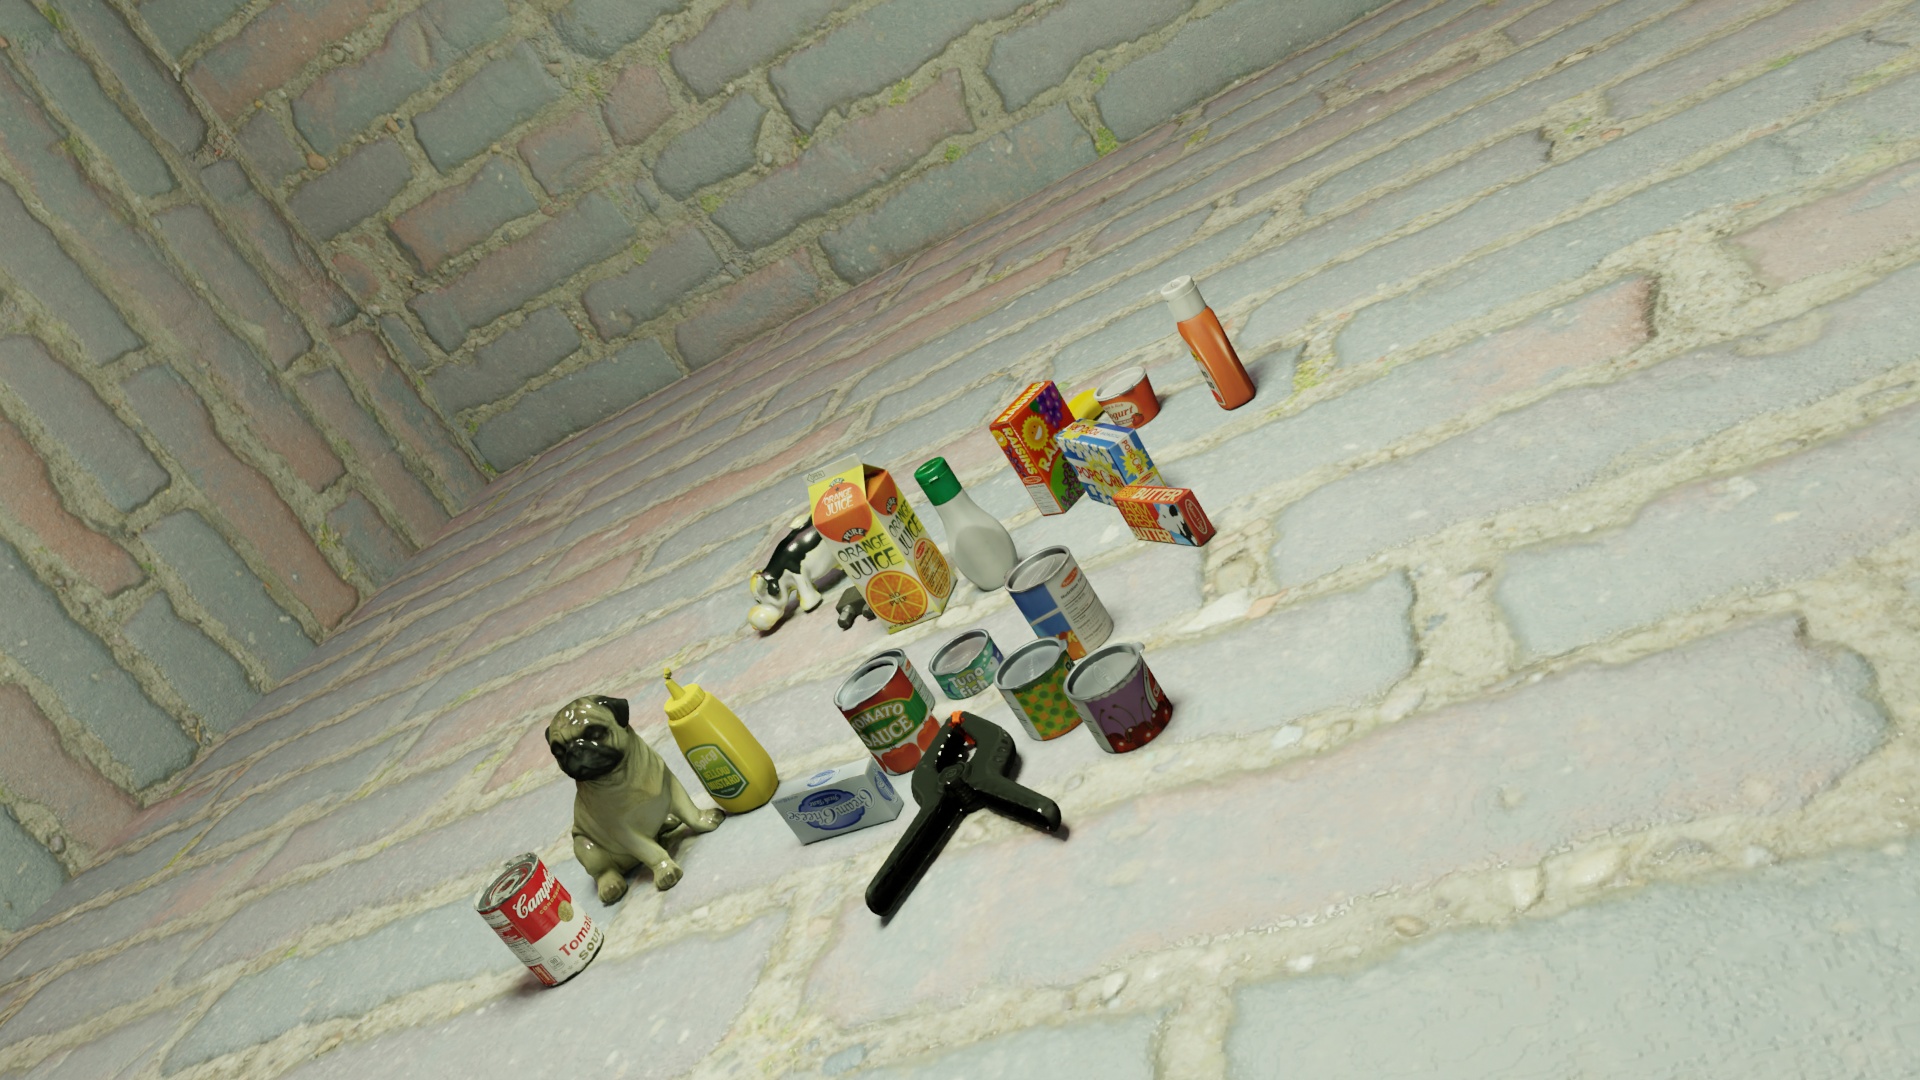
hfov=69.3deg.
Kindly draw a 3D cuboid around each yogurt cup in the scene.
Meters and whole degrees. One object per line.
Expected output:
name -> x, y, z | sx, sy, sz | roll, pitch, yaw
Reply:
yogurt cup -> 0.197, -0.164, 1.622 | 0.072, 0.054, 0.073 | -28, 21, 12

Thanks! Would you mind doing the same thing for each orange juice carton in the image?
orange juice carton -> -0.088, -0.003, 1.472 | 0.071, 0.192, 0.073 | -22, 22, 27

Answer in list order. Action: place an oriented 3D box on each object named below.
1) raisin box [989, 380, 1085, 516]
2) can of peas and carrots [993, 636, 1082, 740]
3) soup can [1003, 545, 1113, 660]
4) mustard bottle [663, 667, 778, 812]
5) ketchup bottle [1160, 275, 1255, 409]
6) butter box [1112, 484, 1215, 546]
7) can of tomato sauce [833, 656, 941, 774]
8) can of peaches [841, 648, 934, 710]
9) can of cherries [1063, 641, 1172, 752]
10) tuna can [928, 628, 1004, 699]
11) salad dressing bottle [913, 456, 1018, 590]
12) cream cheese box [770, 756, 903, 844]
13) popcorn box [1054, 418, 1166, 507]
raisin box -> 0.096, -0.102, 1.528 | 0.040, 0.123, 0.086 | -5, 33, 52
can of peas and carrots -> 0.072, 0.121, 1.148 | 0.071, 0.058, 0.071 | -28, 21, 12
soup can -> 0.086, 0.057, 1.238 | 0.071, 0.083, 0.071 | -28, 21, 12
mustard bottle -> -0.236, 0.184, 1.306 | 0.065, 0.160, 0.049 | -23, 22, 26
ketchup bottle -> 0.267, -0.215, 1.501 | 0.043, 0.148, 0.065 | -30, 20, 9
butter box -> 0.191, -0.024, 1.315 | 0.024, 0.053, 0.103 | -40, 22, -20
can of tomato sauce -> -0.063, 0.157, 1.228 | 0.071, 0.083, 0.071 | -28, 21, 12
can of peaches -> -0.068, 0.144, 1.299 | 0.071, 0.058, 0.071 | -28, 21, 12
can of cherries -> 0.124, 0.120, 1.074 | 0.071, 0.058, 0.072 | -28, 21, 12
tuna can -> 0.006, 0.116, 1.292 | 0.071, 0.032, 0.071 | -28, 21, 12
salad dressing bottle -> 0.005, -0.018, 1.434 | 0.064, 0.147, 0.044 | -30, 20, 9
cream cheese box -> -0.105, 0.222, 1.182 | 0.103, 0.053, 0.024 | -21, 23, 28
popcorn box -> 0.157, -0.078, 1.439 | 0.038, 0.085, 0.127 | -37, 21, -12
